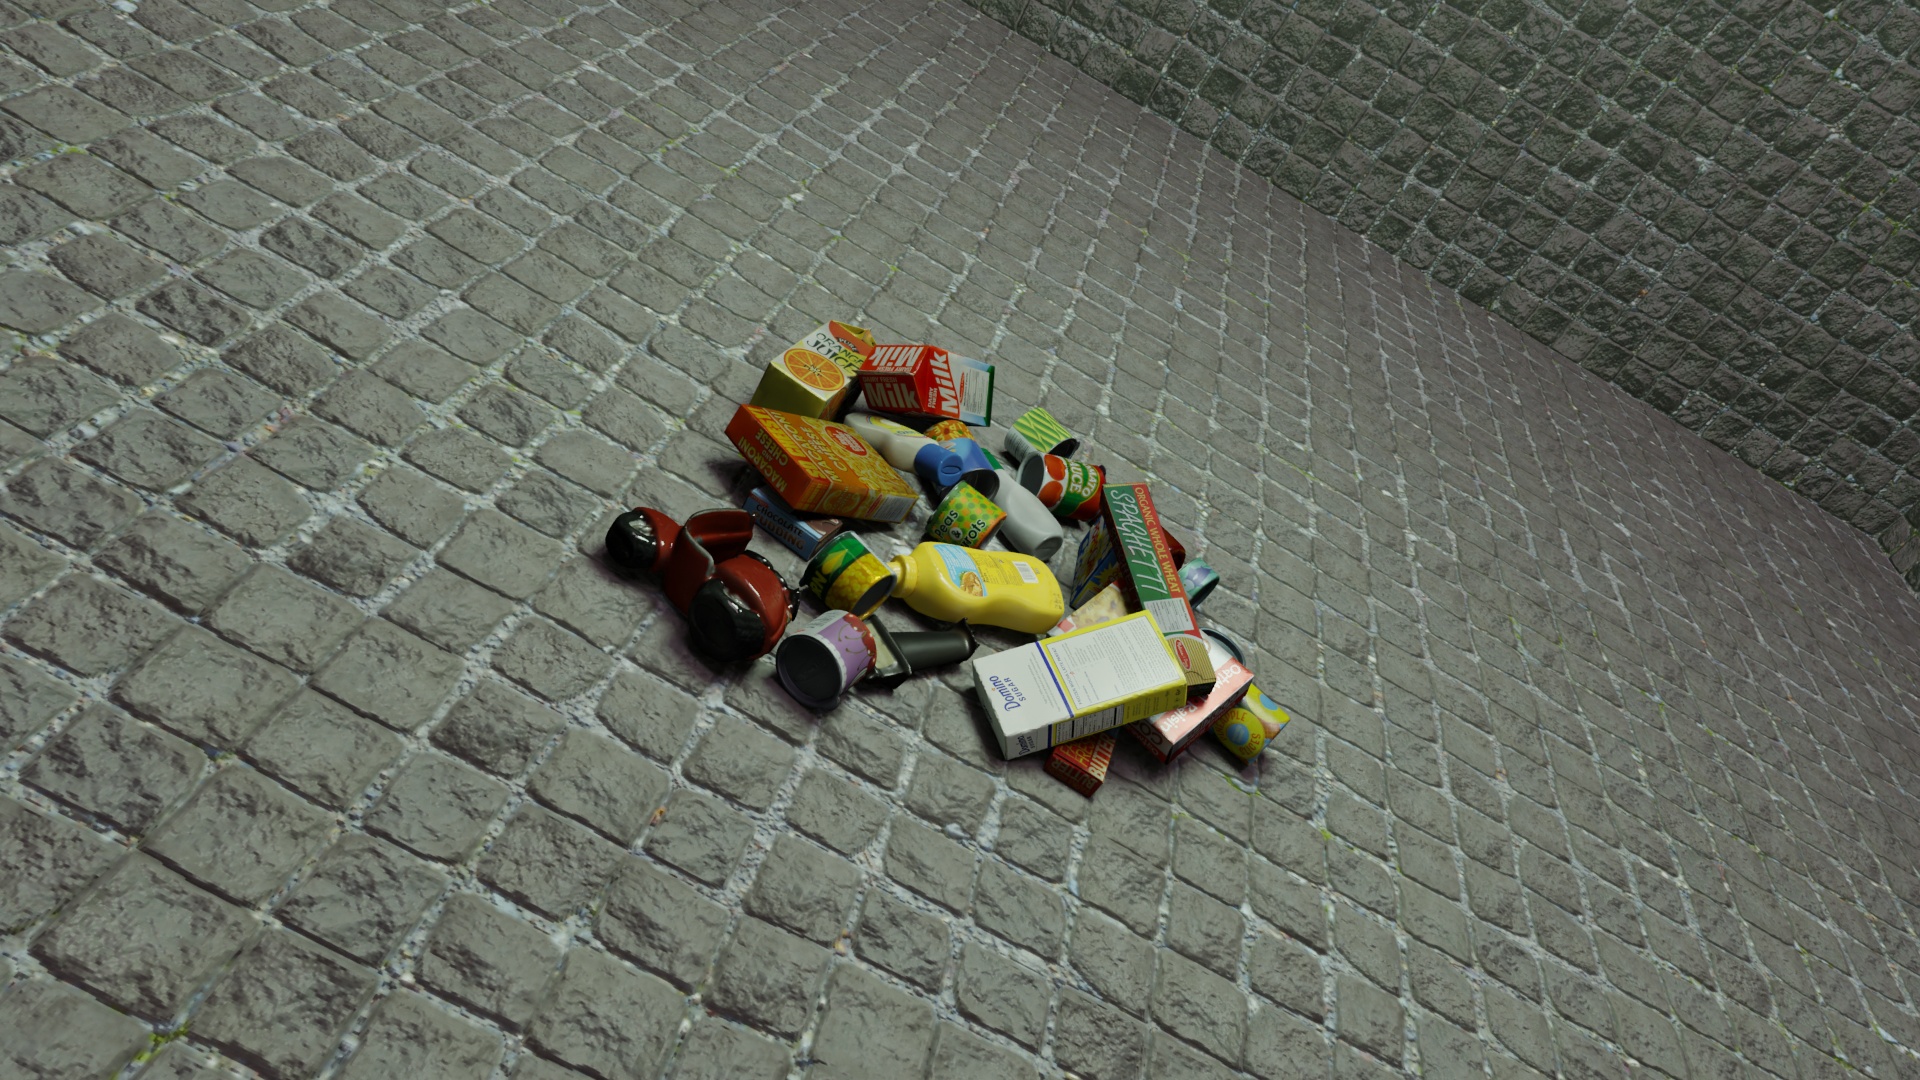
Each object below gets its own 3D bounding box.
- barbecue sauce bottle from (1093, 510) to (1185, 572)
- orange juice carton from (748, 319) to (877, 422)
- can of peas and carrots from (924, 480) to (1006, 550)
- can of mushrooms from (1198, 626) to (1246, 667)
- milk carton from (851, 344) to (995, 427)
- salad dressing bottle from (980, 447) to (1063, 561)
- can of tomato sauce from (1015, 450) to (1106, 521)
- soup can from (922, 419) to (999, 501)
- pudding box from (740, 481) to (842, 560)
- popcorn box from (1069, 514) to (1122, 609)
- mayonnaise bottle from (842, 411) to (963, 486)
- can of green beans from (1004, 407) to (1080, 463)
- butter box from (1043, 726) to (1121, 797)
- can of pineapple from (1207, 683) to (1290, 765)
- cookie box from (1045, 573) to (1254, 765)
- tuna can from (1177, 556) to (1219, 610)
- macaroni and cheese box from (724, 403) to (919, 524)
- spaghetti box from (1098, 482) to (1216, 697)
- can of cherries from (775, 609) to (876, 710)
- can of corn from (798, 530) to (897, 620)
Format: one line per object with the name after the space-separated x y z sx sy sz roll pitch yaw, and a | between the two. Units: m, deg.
0.191 -0.009 1.576 0.044 0.064 0.149 3 33 -40 | barbecue sauce bottle
-0.148 -0.177 1.504 0.073 0.071 0.194 35 33 3 | orange juice carton
0.005 -0.018 1.424 0.059 0.070 0.071 37 32 7 | can of peas and carrots
0.266 0.127 1.479 0.071 0.033 0.071 22 34 -16 | can of mushrooms
-0.039 -0.171 1.518 0.072 0.073 0.191 5 0 29 | milk carton
0.055 -0.041 1.520 0.064 0.043 0.148 -4 46 -42 | salad dressing bottle
0.114 -0.063 1.572 0.083 0.070 0.071 12 37 -28 | can of tomato sauce
-0.007 -0.079 1.498 0.071 0.071 0.084 4 41 -37 | soup can
-0.161 -0.023 1.325 0.084 0.030 0.050 36 31 6 | pudding box
0.159 0.015 1.491 0.038 0.084 0.127 28 32 -7 | popcorn box
-0.058 -0.096 1.450 0.065 0.041 0.148 -2 22 -45 | mayonnaise bottle
0.094 -0.113 1.627 0.058 0.071 0.071 47 35 22 | can of green beans
0.114 0.186 1.279 0.053 0.024 0.104 32 32 0 | butter box
0.287 0.183 1.390 0.058 0.070 0.071 42 33 15 | can of pineapple
0.182 0.121 1.356 0.123 0.040 0.168 -34 62 -29 | cookie box
0.255 0.051 1.539 0.033 0.070 0.071 46 35 18 | tuna can
-0.135 -0.073 1.365 0.124 0.040 0.166 45 21 29 | macaroni and cheese box
0.192 0.044 1.374 0.050 0.028 0.251 -5 52 -12 | spaghetti box
-0.111 0.101 1.169 0.071 0.071 0.058 39 33 11 | can of cherries
-0.102 0.036 1.264 0.058 0.070 0.071 43 34 17 | can of corn
